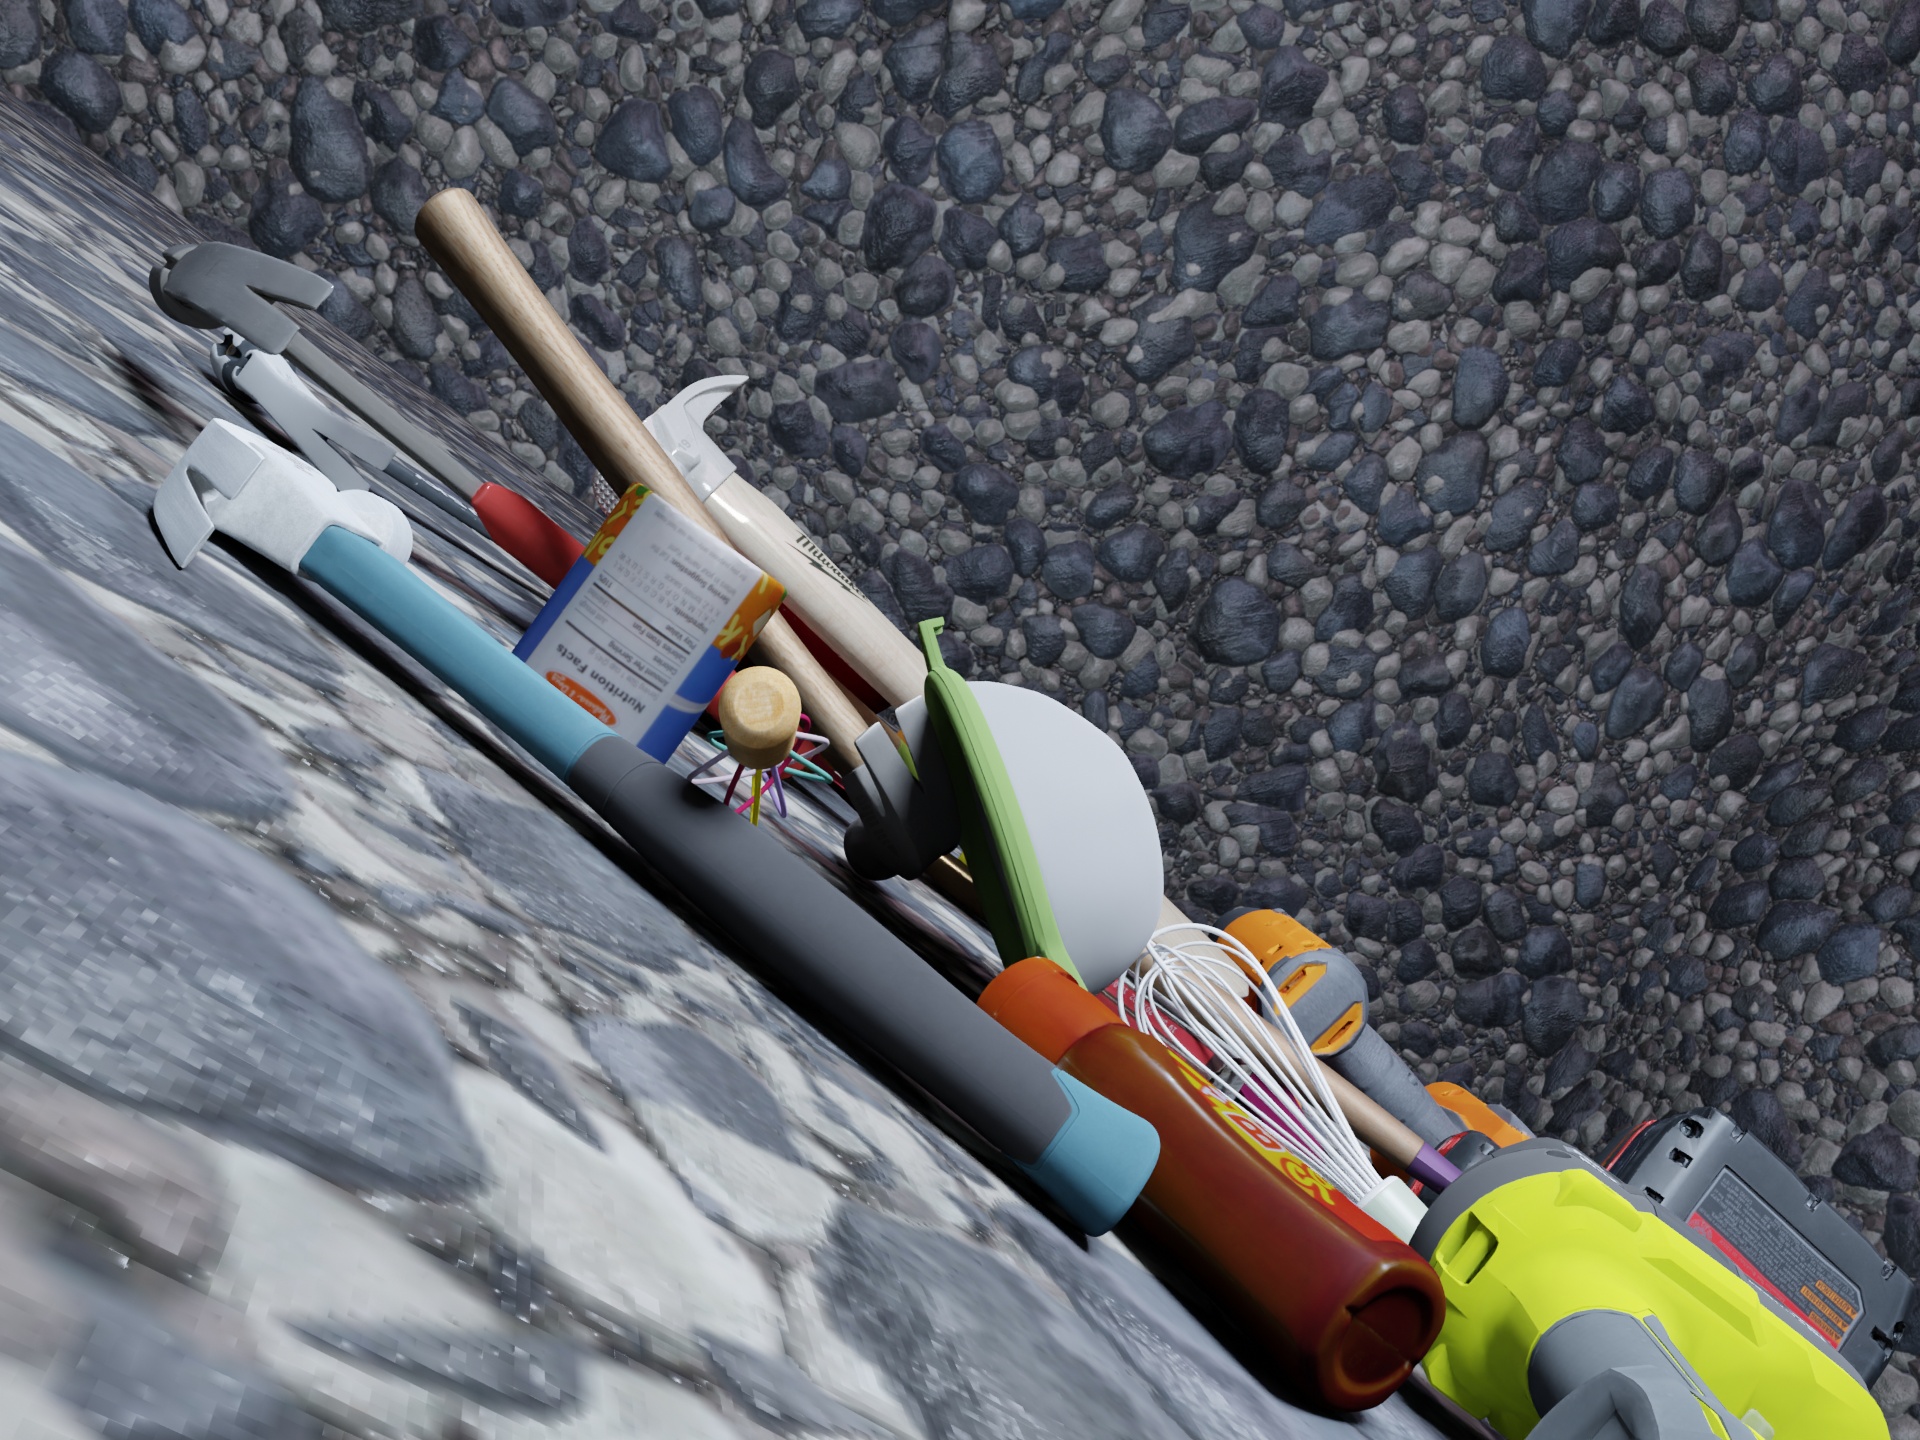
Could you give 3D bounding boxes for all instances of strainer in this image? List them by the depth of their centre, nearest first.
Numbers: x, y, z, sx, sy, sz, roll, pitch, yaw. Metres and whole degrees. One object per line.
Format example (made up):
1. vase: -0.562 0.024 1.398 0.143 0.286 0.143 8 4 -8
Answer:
1. strainer: 0.053 0.069 0.576 0.257 0.069 0.151 -119 -167 -56

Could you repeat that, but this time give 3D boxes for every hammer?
1. hammer: -0.086 0.020 0.427 0.331 0.033 0.128 36 -1 14
2. hammer: -0.109 -0.074 0.640 0.331 0.031 0.130 53 -20 -2
3. hammer: -0.173 -0.070 0.686 0.149 0.037 0.358 26 -13 45
4. hammer: -0.001 -0.003 0.789 0.410 0.038 0.146 45 26 -13
5. hammer: -0.210 -0.074 0.875 0.149 0.036 0.408 38 1 42

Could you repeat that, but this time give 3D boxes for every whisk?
1. whisk: -0.064 0.010 0.515 0.051 0.047 0.245 31 -8 -4
2. whisk: 0.147 0.170 0.586 0.247 0.059 0.057 47 -6 26

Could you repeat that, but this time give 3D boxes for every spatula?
1. spatula: 0.163 0.161 0.646 0.316 0.018 0.059 36 -6 18

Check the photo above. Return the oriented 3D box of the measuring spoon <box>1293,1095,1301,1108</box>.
1. measuring spoon: 0.176 0.221 1.042 0.117 0.011 0.021 36 0 11

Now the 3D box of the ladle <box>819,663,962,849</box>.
1. ladle: -0.044 -0.009 0.807 0.319 0.062 0.078 42 8 -34

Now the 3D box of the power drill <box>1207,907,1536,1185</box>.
1. power drill: 0.234 0.201 0.937 0.226 0.084 0.164 47 -1 -11

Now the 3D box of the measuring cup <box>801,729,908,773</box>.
1. measuring cup: -0.034 0.038 0.960 0.052 0.095 0.173 48 25 24

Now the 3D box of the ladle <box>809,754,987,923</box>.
1. ladle: -0.019 0.072 0.853 0.315 0.031 0.069 38 0 4

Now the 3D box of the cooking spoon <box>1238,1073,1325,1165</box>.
1. cooking spoon: 0.096 0.119 0.896 0.319 0.017 0.068 52 19 23

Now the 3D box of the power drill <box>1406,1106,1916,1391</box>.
1. power drill: 0.314 0.261 0.713 0.188 0.080 0.226 44 -18 8

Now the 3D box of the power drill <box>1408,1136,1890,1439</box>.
1. power drill: 0.199 0.199 0.375 0.190 0.080 0.228 36 6 3
